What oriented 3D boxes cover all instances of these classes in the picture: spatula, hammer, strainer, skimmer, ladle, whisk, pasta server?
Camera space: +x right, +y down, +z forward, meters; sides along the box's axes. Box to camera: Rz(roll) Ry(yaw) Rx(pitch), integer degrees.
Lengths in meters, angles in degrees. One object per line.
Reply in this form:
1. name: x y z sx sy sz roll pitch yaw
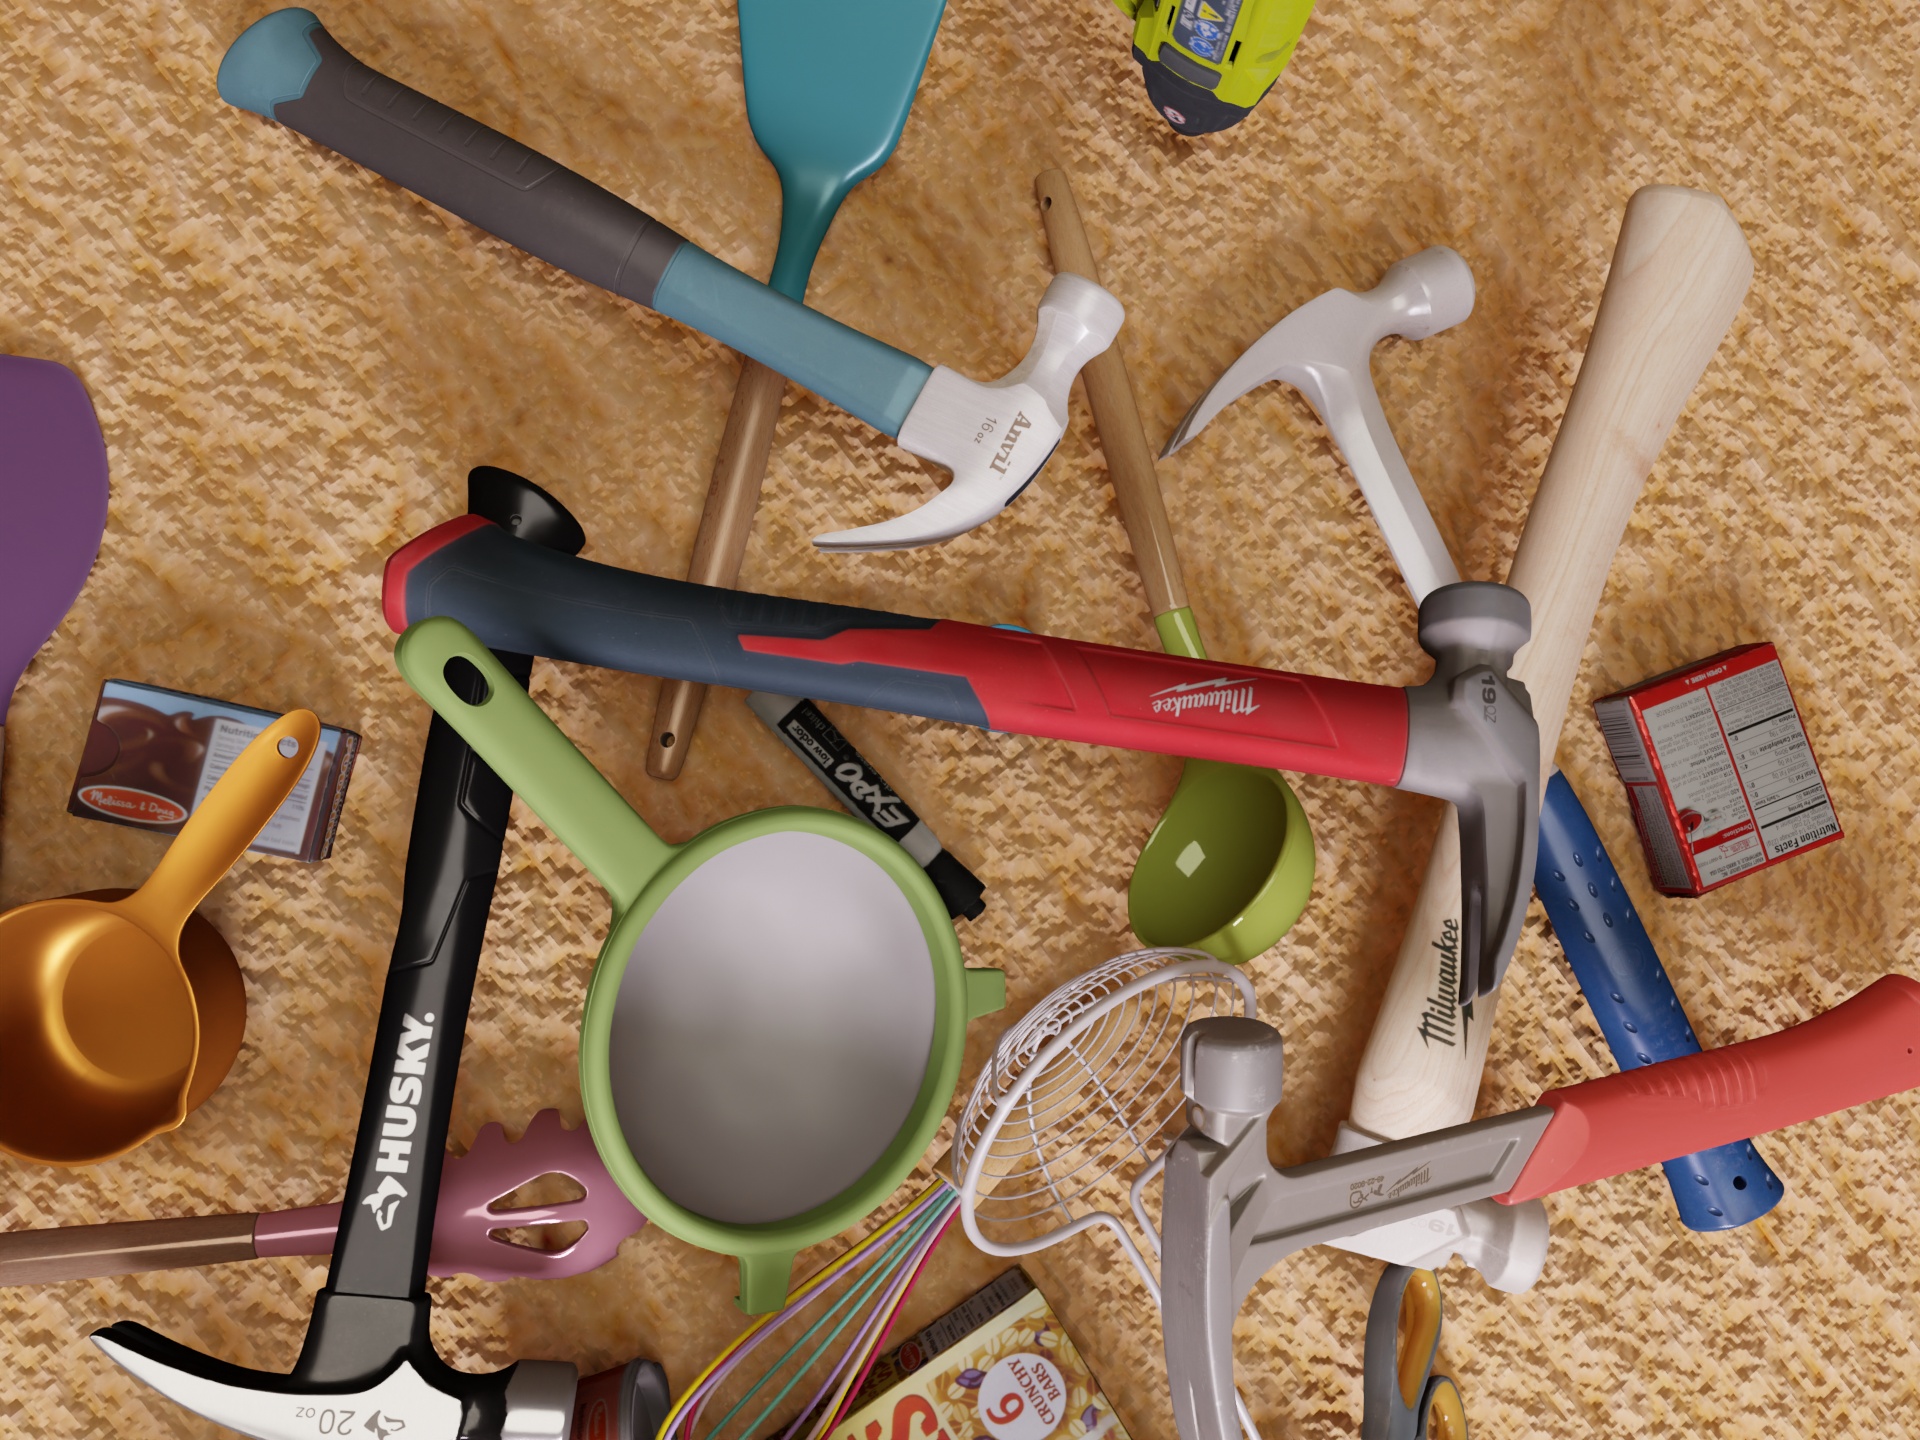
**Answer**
1. spatula: -0.342 0.027 0.555 0.059 0.018 0.316 5 85 -21
2. hammer: -0.115 -0.168 0.575 0.331 0.033 0.128 28 89 3
3. hammer: 0.199 0.002 0.598 0.146 0.038 0.410 16 93 1
4. hammer: 0.220 0.018 0.642 0.144 0.035 0.405 -26 90 -11
5. strainer: -0.104 0.066 0.539 0.151 0.069 0.256 -50 116 -27
6. hammer: -0.183 0.071 0.543 0.146 0.035 0.335 8 75 -9
7. skimmer: 0.106 0.247 0.557 0.127 0.090 0.363 -29 99 -22
8. hammer: -0.001 -0.002 0.532 0.386 0.038 0.143 8 70 -1
9. hammer: 0.230 0.154 0.568 0.359 0.037 0.149 -5 99 -25
10. ladle: 0.066 -0.065 0.603 0.062 0.078 0.320 -5 76 -43
11. whisk: -0.016 0.188 0.574 0.047 0.051 0.245 41 68 13
12. spatula: -0.077 -0.133 0.599 0.082 0.044 0.317 13 85 2
13. pasta server: -0.266 0.177 0.543 0.316 0.040 0.060 -3 86 -10

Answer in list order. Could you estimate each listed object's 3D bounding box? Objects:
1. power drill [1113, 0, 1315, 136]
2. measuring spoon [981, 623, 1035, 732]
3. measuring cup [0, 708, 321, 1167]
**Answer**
1. power drill: 0.027 -0.304 0.575 0.223 0.171 0.080 31 81 3
2. measuring spoon: -0.026 -0.024 0.616 0.128 0.021 0.042 12 84 1
3. measuring cup: -0.263 0.067 0.537 0.095 0.052 0.173 37 89 -1
